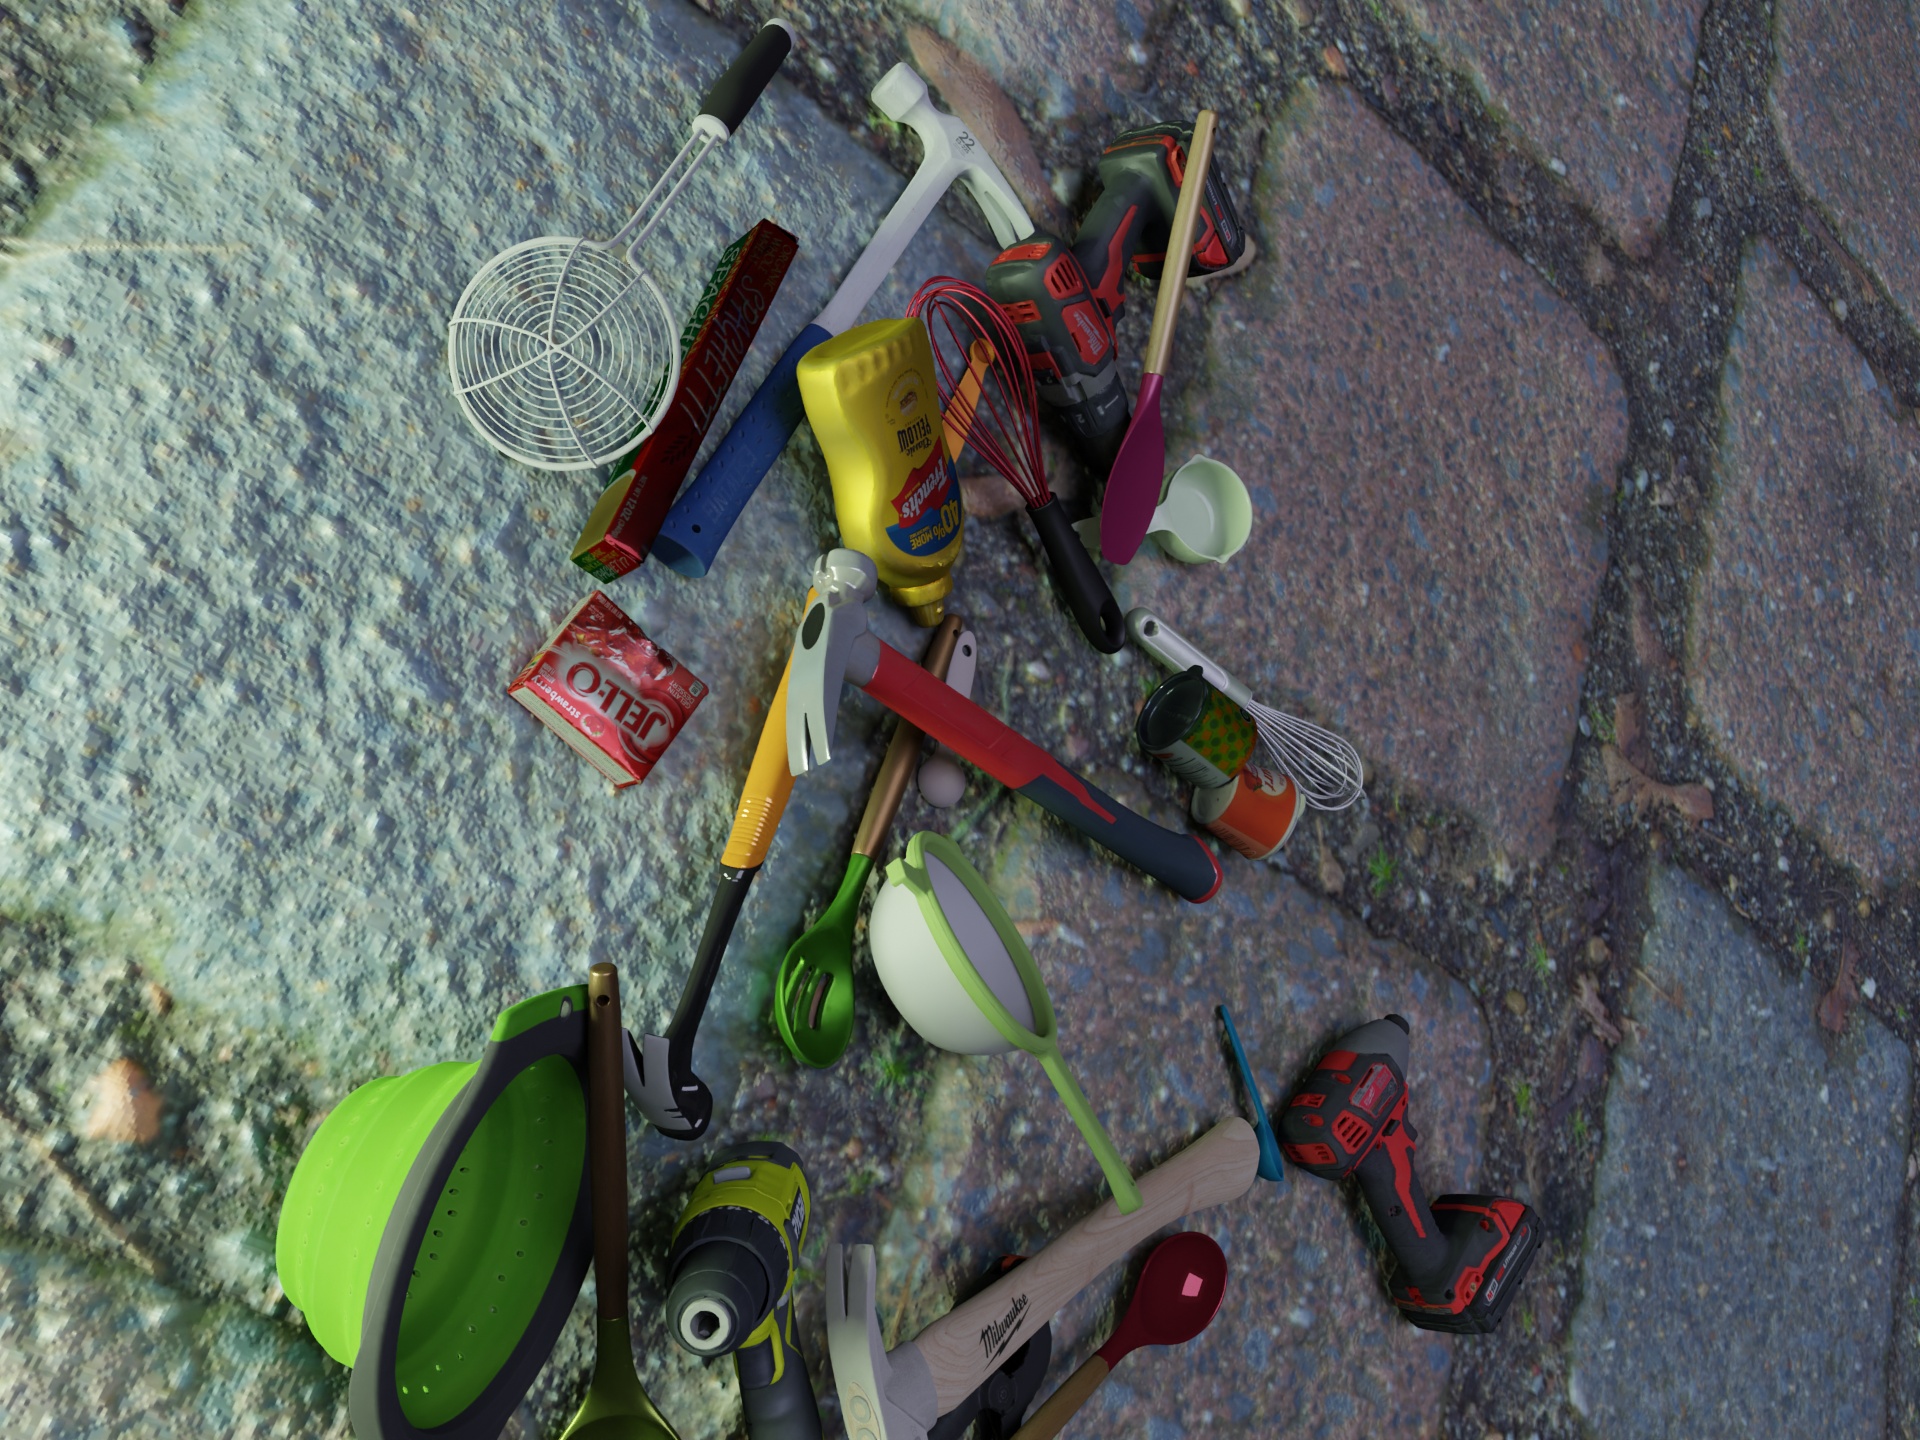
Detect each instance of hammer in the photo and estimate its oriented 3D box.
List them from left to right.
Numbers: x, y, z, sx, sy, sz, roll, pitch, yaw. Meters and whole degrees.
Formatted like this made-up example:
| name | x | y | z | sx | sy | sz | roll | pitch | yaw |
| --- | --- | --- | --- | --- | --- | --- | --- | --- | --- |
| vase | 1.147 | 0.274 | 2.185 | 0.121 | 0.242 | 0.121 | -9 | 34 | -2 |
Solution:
| name | x | y | z | sx | sy | sz | roll | pitch | yaw |
| --- | --- | --- | --- | --- | --- | --- | --- | --- | --- |
| hammer | -0.117 | 0.056 | 0.892 | 0.034 | 0.127 | 0.337 | 10 | 58 | 9 |
| hammer | -0.078 | -0.250 | 1.026 | 0.144 | 0.035 | 0.406 | 41 | 60 | -23 |
| hammer | 0.043 | 0.045 | 1.010 | 0.385 | 0.038 | 0.143 | 34 | 49 | -36 |
| hammer | 0.071 | 0.311 | 0.956 | 0.410 | 0.038 | 0.146 | -13 | 91 | -52 |

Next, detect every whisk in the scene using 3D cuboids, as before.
| name | x | y | z | sx | sy | sz | roll | pitch | yaw |
| --- | --- | --- | --- | --- | --- | --- | --- | --- | --- |
| whisk | 0.046 | -0.164 | 1.068 | 0.073 | 0.073 | 0.295 | -49 | 123 | -32 |
| whisk | 0.214 | -0.008 | 1.185 | 0.246 | 0.059 | 0.058 | 36 | 84 | -20 |

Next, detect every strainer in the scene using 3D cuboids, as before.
| name | x | y | z | sx | sy | sz | roll | pitch | yaw |
| --- | --- | --- | --- | --- | --- | --- | --- | --- | --- |
| strainer | 0.018 | 0.191 | 0.950 | 0.256 | 0.069 | 0.151 | 59 | 10 | 4 |

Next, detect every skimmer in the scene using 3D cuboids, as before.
| name | x | y | z | sx | sy | sz | roll | pitch | yaw |
| --- | --- | --- | --- | --- | --- | --- | --- | --- | --- |
| skimmer | -0.182 | -0.303 | 0.963 | 0.127 | 0.090 | 0.364 | 26 | 53 | -7 |

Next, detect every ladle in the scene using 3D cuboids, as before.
| name | x | y | z | sx | sy | sz | roll | pitch | yaw |
| --- | --- | --- | --- | --- | --- | --- | --- | --- | --- |
| ladle | -0.169 | 0.271 | 0.771 | 0.078 | 0.062 | 0.320 | -1 | 106 | -11 |
| ladle | 0.072 | 0.411 | 0.973 | 0.315 | 0.031 | 0.069 | -25 | 96 | -48 |

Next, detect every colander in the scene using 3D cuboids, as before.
| name | x | y | z | sx | sy | sz | roll | pitch | yaw |
| --- | --- | --- | --- | --- | --- | --- | --- | --- | --- |
| colander | -0.263 | 0.310 | 0.740 | 0.204 | 0.094 | 0.397 | 9 | 92 | -77 |

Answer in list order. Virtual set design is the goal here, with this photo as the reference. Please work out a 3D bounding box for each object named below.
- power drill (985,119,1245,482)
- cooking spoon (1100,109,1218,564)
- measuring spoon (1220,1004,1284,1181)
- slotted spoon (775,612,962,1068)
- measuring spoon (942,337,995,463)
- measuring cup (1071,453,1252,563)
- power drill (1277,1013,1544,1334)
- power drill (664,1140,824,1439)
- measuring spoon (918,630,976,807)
| name | x | y | z | sx | sy | sz | roll | pitch | yaw |
| --- | --- | --- | --- | --- | --- | --- | --- | --- | --- |
| power drill | 0.119 | -0.302 | 1.148 | 0.227 | 0.080 | 0.187 | -54 | 130 | -30 |
| cooking spoon | 0.140 | -0.266 | 1.111 | 0.068 | 0.017 | 0.319 | 8 | 95 | -53 |
| measuring spoon | 0.201 | 0.267 | 1.136 | 0.042 | 0.021 | 0.129 | 12 | 59 | -73 |
| slotted spoon | -0.051 | 0.064 | 0.987 | 0.070 | 0.031 | 0.314 | 45 | 54 | -41 |
| measuring spoon | -0.001 | -0.213 | 1.093 | 0.021 | 0.011 | 0.117 | 30 | 68 | -27 |
| measuring cup | 0.137 | -0.144 | 1.167 | 0.167 | 0.038 | 0.083 | -14 | 90 | -25 |
| power drill | 0.335 | 0.333 | 1.186 | 0.143 | 0.078 | 0.219 | -43 | 103 | -35 |
| power drill | -0.099 | 0.345 | 0.803 | 0.080 | 0.190 | 0.228 | -10 | 92 | 0 |
| measuring spoon | -0.002 | -0.003 | 1.042 | 0.034 | 0.018 | 0.124 | 22 | 67 | -31 |
